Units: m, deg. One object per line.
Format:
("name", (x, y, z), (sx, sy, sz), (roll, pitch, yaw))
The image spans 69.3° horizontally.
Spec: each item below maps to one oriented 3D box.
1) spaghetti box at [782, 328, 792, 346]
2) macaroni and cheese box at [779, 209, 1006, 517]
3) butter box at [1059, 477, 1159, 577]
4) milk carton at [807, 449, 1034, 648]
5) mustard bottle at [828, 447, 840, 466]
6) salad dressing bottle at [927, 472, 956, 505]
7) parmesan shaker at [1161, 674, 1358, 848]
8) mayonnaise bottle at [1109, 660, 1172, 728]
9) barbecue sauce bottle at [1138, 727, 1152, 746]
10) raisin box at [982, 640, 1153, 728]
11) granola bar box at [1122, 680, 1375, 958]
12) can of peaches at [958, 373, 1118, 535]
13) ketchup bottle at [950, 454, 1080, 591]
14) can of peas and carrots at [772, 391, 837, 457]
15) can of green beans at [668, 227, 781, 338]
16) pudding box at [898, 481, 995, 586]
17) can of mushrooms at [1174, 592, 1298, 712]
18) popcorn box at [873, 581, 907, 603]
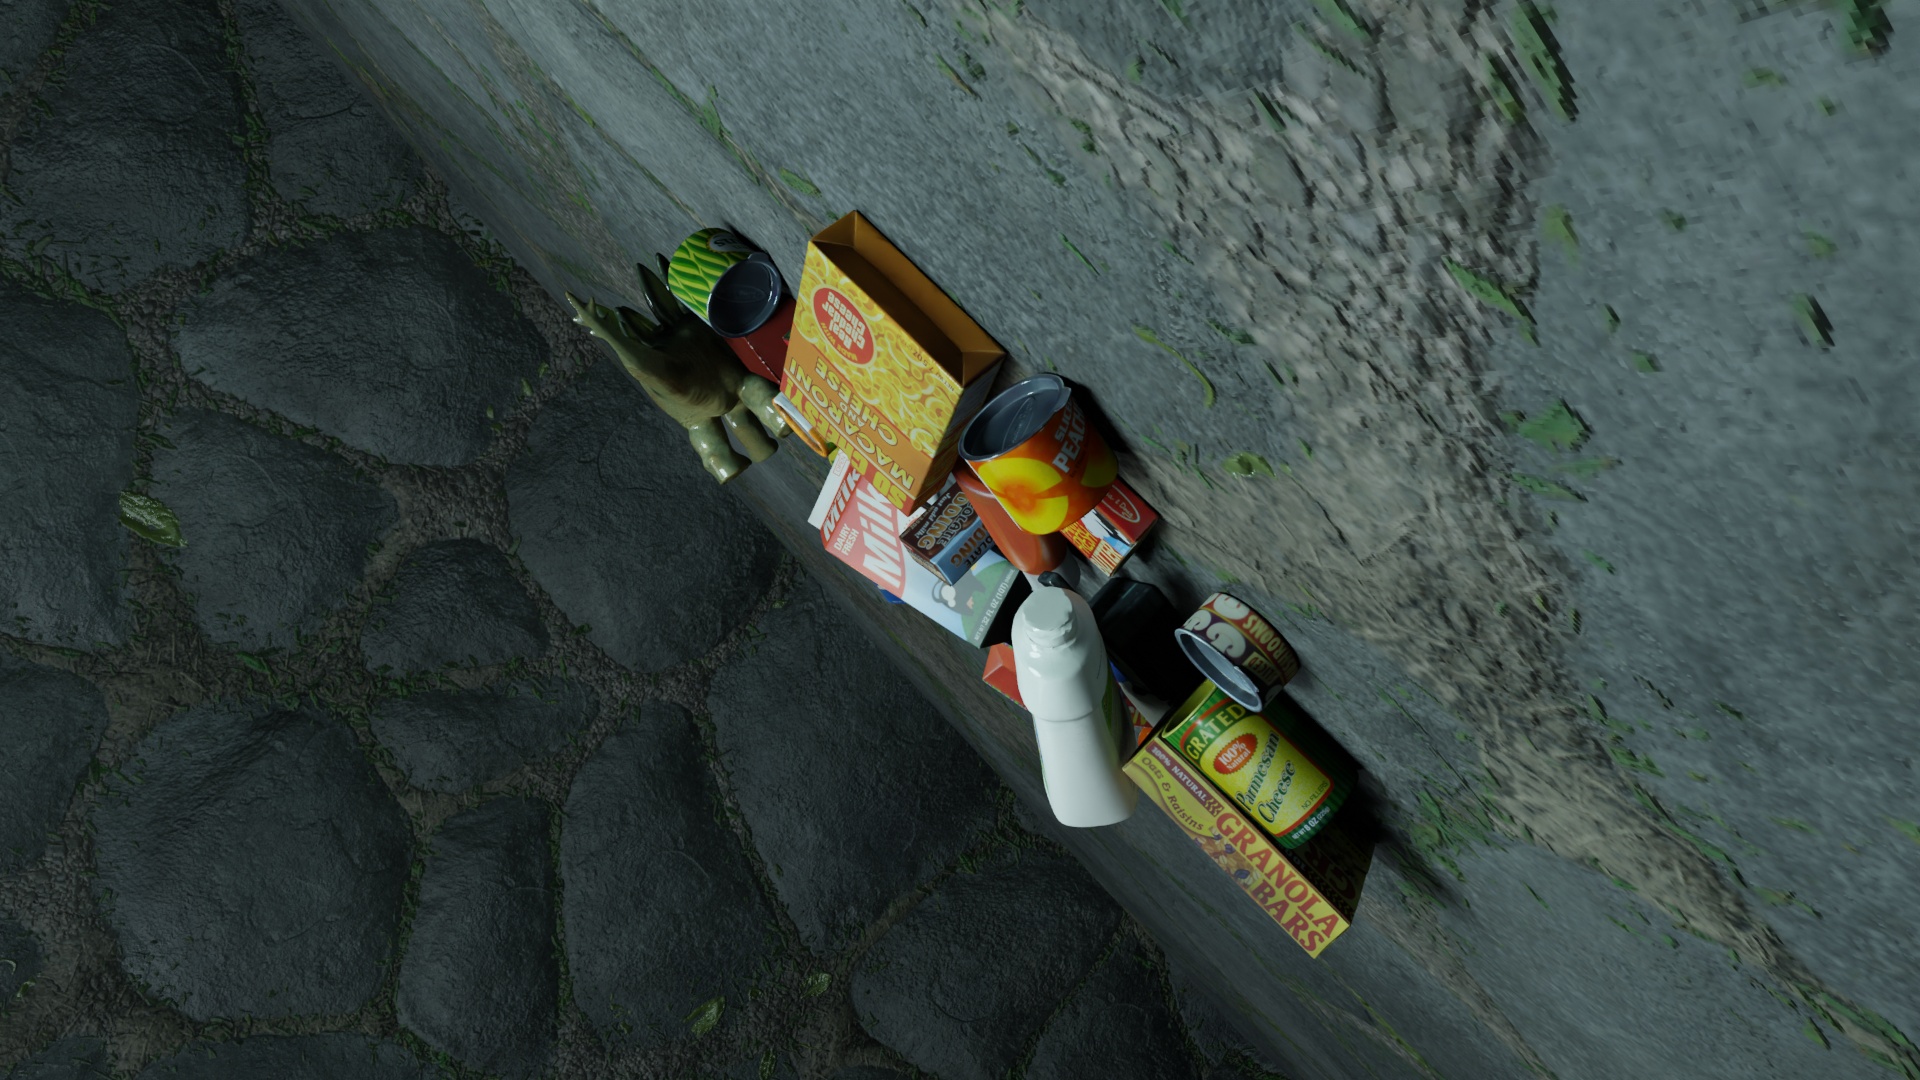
("spaghetti box", (-0.066, -0.124, 0.982), (0.050, 0.029, 0.250), (51, 169, -25))
("macaroni and cheese box", (-0.048, -0.100, 0.836), (0.124, 0.040, 0.165), (45, 153, 9))
("butter box", (0.084, -0.012, 0.822), (0.053, 0.024, 0.103), (44, 170, 7))
("milk carton", (-0.032, 0.002, 1.075), (0.191, 0.072, 0.073), (31, -166, 20))
("mustard bottle", (-0.072, -0.066, 1.188), (0.065, 0.049, 0.160), (46, 171, -11))
("salad dressing bottle", (-0.045, -0.072, 1.069), (0.148, 0.044, 0.064), (38, 179, 44))
("parmesan shaker", (0.186, 0.129, 0.853), (0.103, 0.071, 0.071), (42, 170, 5))
("mayonnaise bottle", (0.154, 0.119, 1.024), (0.148, 0.041, 0.064), (48, 170, -9))
("barbecue sauce bottle", (0.199, 0.189, 1.112), (0.064, 0.044, 0.149), (52, 169, -33))
("raisin box", (0.092, 0.112, 1.080), (0.123, 0.040, 0.086), (11, -176, -24))
("granola bar box", (0.195, 0.177, 0.919), (0.165, 0.039, 0.124), (44, -155, 9))
("can of peaches", (0.044, -0.046, 0.735), (0.058, 0.071, 0.071), (51, 169, -27))
("ketchup bottle", (0.044, -0.010, 0.941), (0.065, 0.043, 0.148), (29, 163, 35))
("can of peas and carrots", (-0.112, -0.110, 1.149), (0.071, 0.059, 0.071), (45, 170, 10))
("can of green beans", (-0.179, -0.196, 1.054), (0.058, 0.071, 0.071), (40, 169, 33))
("pudding box", (0.004, -0.012, 0.985), (0.050, 0.084, 0.030), (35, 166, 46))
("can of mushrooms", (0.159, 0.064, 0.792), (0.071, 0.033, 0.071), (45, 170, 10))
("popcorn box", (-0.016, 0.018, 1.161), (0.126, 0.038, 0.085), (1, 148, 26))
